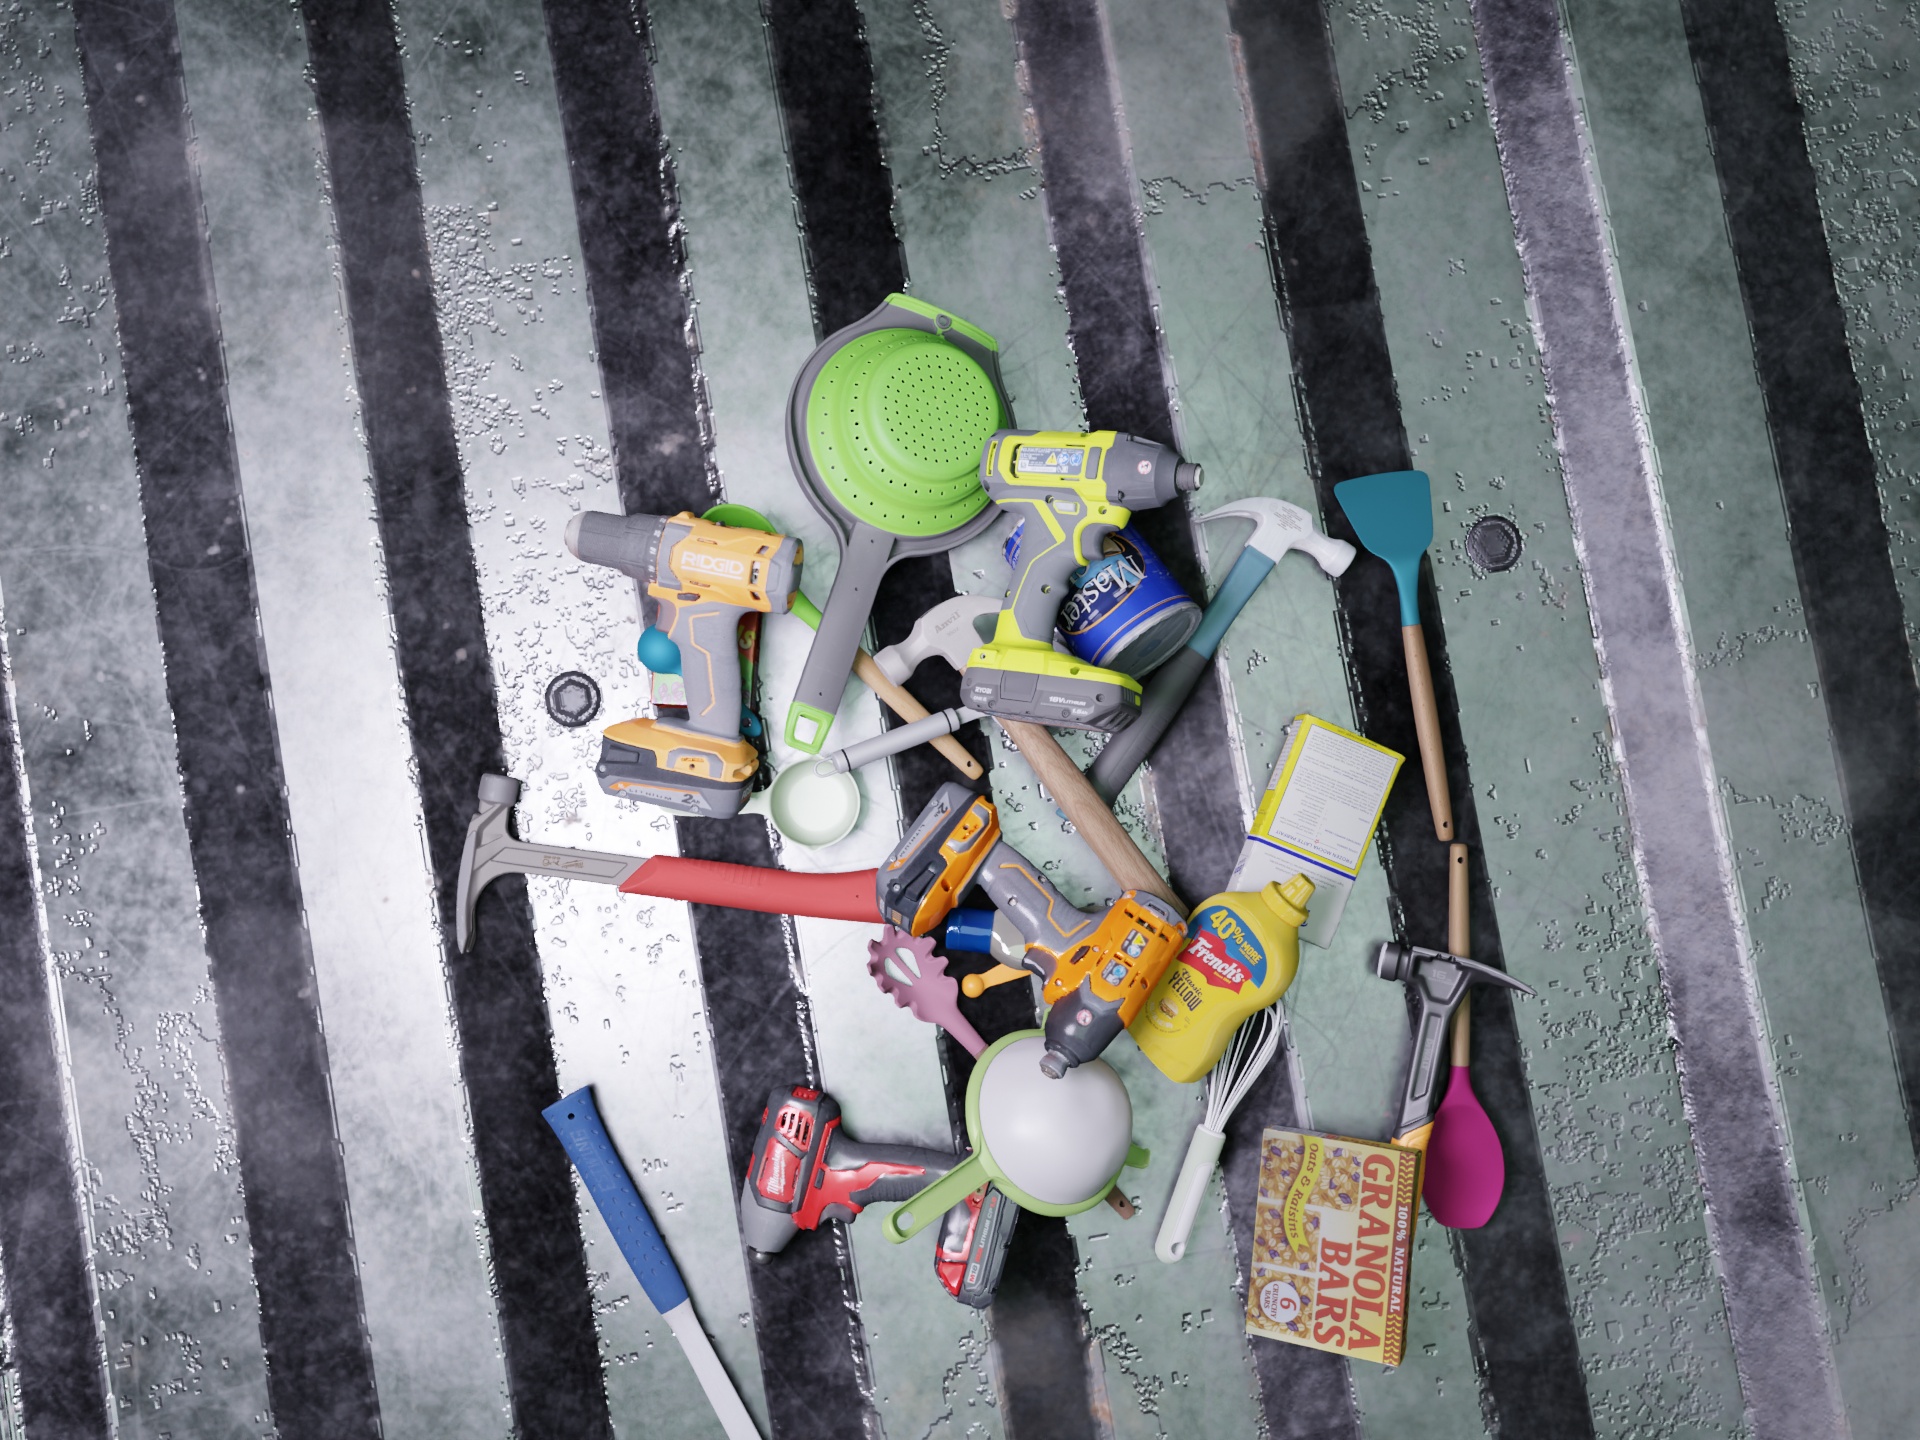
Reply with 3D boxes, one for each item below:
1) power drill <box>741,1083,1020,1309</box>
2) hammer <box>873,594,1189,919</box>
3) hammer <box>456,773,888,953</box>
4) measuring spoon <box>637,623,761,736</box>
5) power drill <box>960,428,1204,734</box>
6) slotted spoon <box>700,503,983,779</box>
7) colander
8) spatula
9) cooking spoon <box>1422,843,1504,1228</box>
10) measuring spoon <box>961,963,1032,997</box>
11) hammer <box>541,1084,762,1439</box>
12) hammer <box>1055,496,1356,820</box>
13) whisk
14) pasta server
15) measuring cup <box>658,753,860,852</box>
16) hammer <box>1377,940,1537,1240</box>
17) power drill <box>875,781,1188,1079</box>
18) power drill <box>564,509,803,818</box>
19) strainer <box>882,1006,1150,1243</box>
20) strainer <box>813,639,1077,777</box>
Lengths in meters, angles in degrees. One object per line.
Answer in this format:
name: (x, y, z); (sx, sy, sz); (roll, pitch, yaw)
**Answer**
power drill: (-0.068, 0.392, 1.289); (0.219, 0.078, 0.143); (16, 86, 3)
hammer: (0.079, 0.039, 1.291); (0.130, 0.031, 0.331); (-39, 99, -8)
hammer: (-0.233, 0.141, 1.319); (0.359, 0.036, 0.149); (8, 86, 0)
measuring spoon: (-0.212, -0.031, 1.297); (0.128, 0.021, 0.042); (41, 87, 3)
power drill: (0.088, -0.108, 1.205); (0.171, 0.080, 0.223); (8, 86, 26)
slotted spoon: (-0.097, -0.059, 1.316); (0.313, 0.031, 0.070); (43, 78, -10)
colander: (-0.058, -0.165, 1.275); (0.204, 0.094, 0.397); (21, 78, -16)
spatula: (0.386, -0.055, 1.352); (0.082, 0.044, 0.317); (-9, 91, -2)
cooking spoon: (0.419, 0.263, 1.333); (0.069, 0.017, 0.319); (0, 87, 9)
measuring spoon: (0.056, 0.204, 1.333); (0.117, 0.011, 0.021); (-22, 87, -3)
hammer: (-0.233, 0.490, 1.297); (0.144, 0.035, 0.405); (-29, 87, -3)
hammer: (0.191, -0.046, 1.341); (0.128, 0.033, 0.331); (35, 86, 0)
whisk: (0.211, 0.332, 1.313); (0.057, 0.059, 0.246); (20, 90, -27)
pasta server: (0.036, 0.293, 1.315); (0.060, 0.040, 0.316); (-42, 89, -14)
measuring cup: (-0.166, 0.069, 1.325); (0.167, 0.038, 0.083); (0, 86, 1)
hammer: (0.376, 0.359, 1.308); (0.127, 0.034, 0.337); (12, 89, 19)
power drill: (0.045, 0.167, 1.254); (0.226, 0.084, 0.164); (32, 65, 13)
power drill: (-0.231, -0.052, 1.249); (0.185, 0.084, 0.226); (12, 100, 3)
strainer: (0.047, 0.326, 1.227); (0.256, 0.069, 0.151); (-23, 77, -41)
strainer: (-0.002, -0.004, 1.310); (0.258, 0.050, 0.087); (-21, 92, -15)
